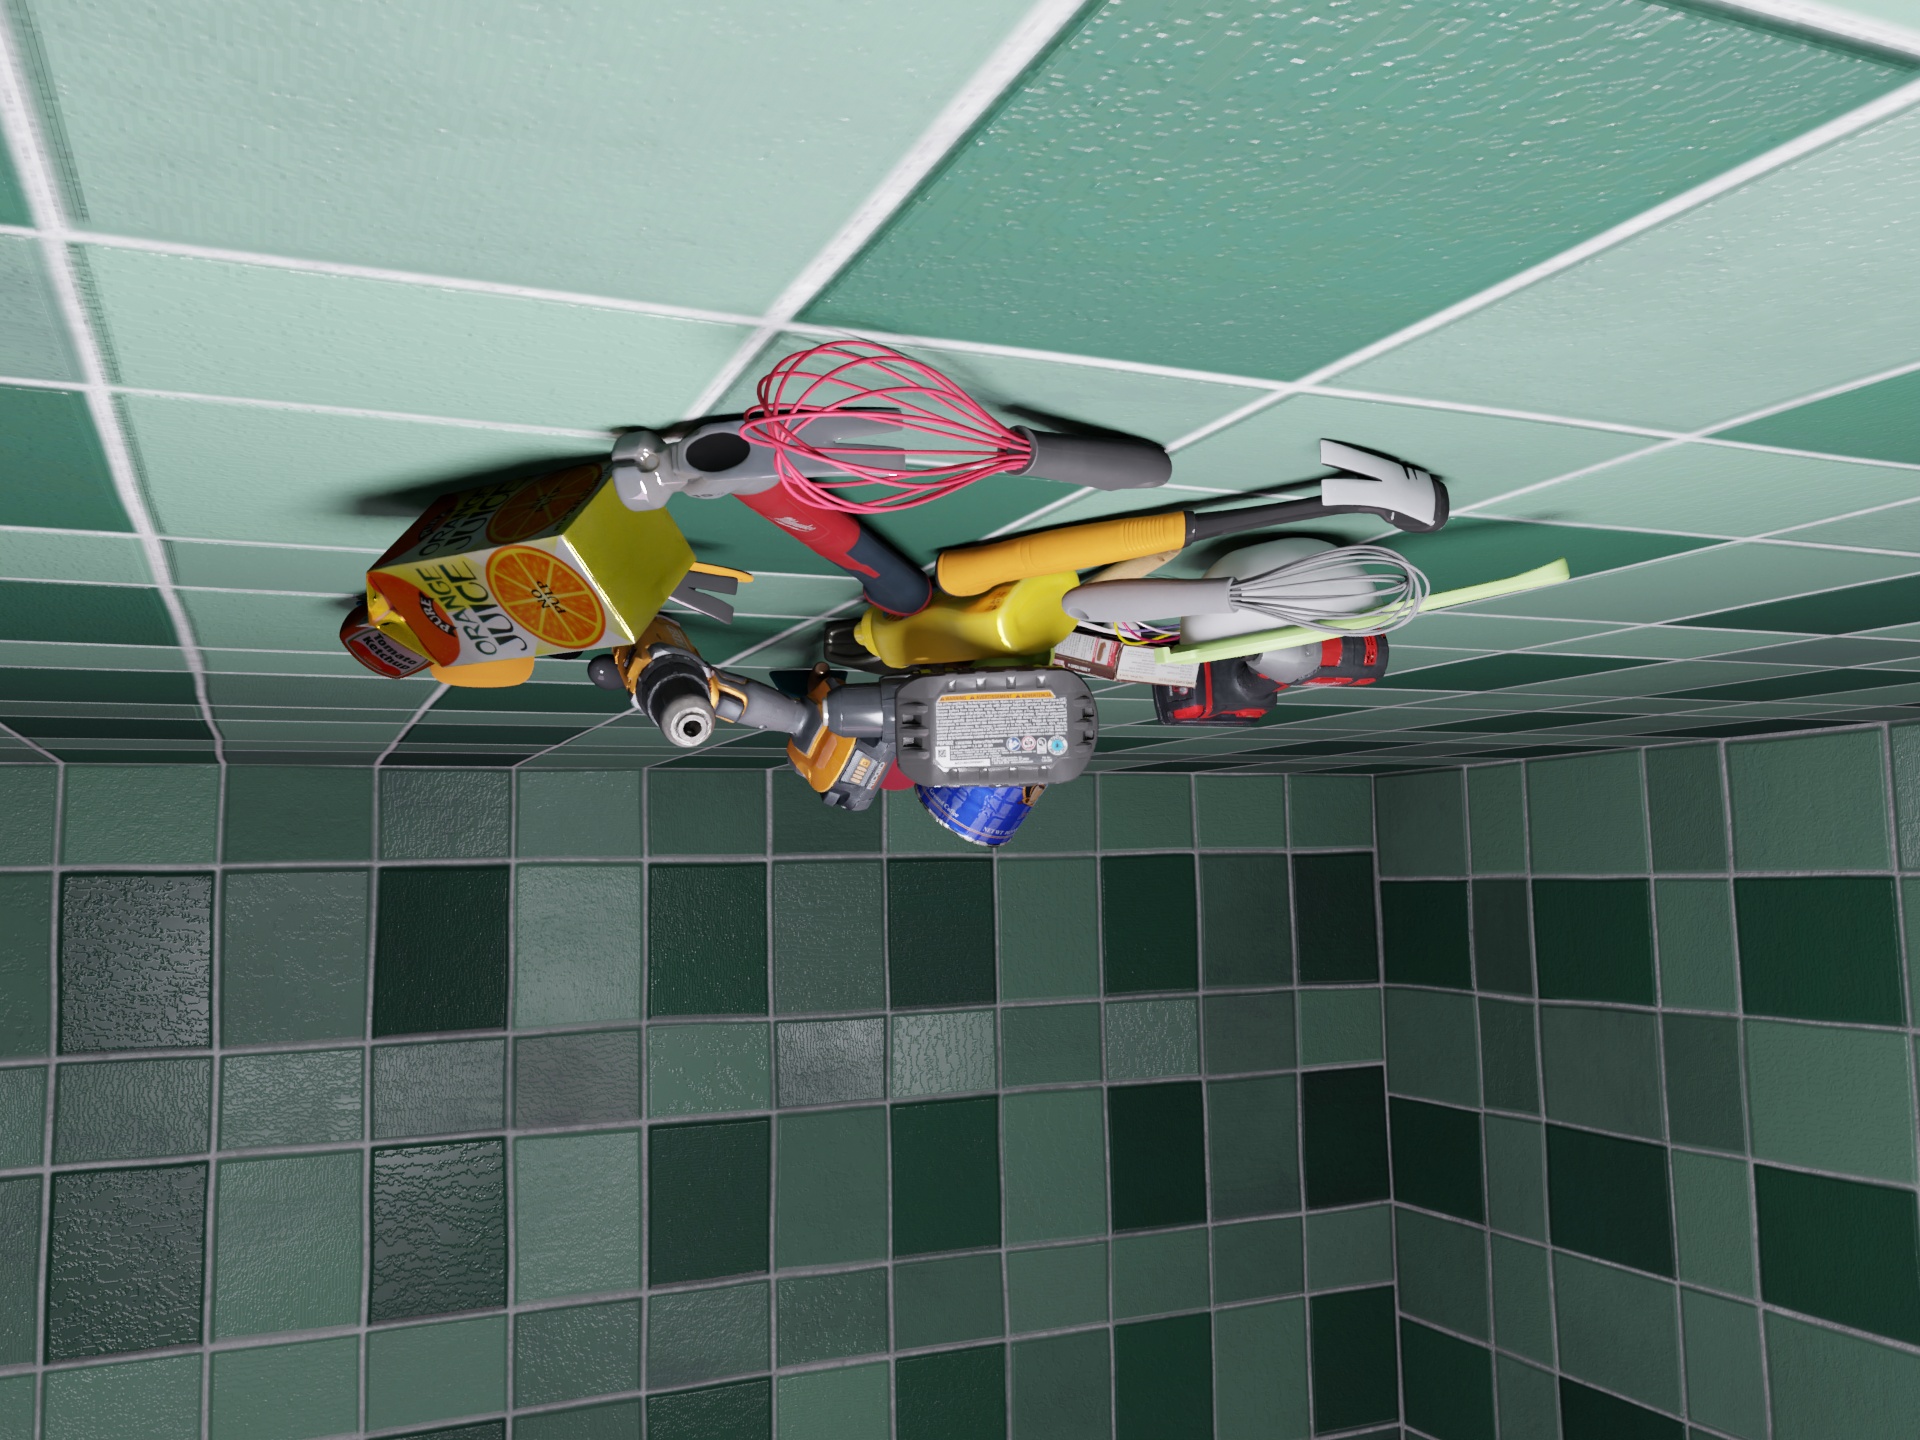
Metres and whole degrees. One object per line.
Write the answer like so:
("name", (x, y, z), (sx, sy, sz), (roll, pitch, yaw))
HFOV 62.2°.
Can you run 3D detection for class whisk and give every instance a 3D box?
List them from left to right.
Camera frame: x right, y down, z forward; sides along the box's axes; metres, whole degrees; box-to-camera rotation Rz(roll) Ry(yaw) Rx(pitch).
("whisk", (-0.285, -0.035, 1.429), (0.070, 0.070, 0.284), (-1, 178, 3))
("whisk", (0.014, -0.125, 0.724), (0.073, 0.073, 0.295), (-6, 180, 39))
("whisk", (0.198, -0.082, 1.260), (0.051, 0.047, 0.244), (-8, 174, 44))
("whisk", (0.168, -0.076, 0.978), (0.239, 0.055, 0.055), (0, 176, 33))

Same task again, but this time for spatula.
("spatula", (-0.139, -0.043, 1.518), (0.082, 0.044, 0.317), (-1, 176, -8))

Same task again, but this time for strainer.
("strainer", (0.253, -0.093, 1.025), (0.256, 0.069, 0.151), (-12, -177, 27))

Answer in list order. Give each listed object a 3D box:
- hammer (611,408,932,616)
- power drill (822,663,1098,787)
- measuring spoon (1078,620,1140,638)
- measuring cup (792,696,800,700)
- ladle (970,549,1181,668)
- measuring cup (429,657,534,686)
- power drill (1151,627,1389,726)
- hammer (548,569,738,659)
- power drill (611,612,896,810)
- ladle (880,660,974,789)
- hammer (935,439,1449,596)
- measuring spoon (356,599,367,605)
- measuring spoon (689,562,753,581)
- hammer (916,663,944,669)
("hammer", (-0.059, -0.110, 0.933), (0.143, 0.038, 0.386), (-4, 174, 12))
("power drill", (-0.002, -0.004, 1.152), (0.190, 0.080, 0.228), (-2, -175, -7))
("measuring spoon", (0.106, -0.088, 1.337), (0.124, 0.018, 0.034), (12, -178, -40))
("measuring cup", (-0.112, -0.015, 1.416), (0.156, 0.062, 0.029), (9, 139, -18))
("ladle", (0.081, -0.080, 1.187), (0.078, 0.062, 0.320), (31, 162, -13))
("measuring cup", (-0.403, -0.051, 1.383), (0.095, 0.052, 0.173), (-1, 172, 1))
("power drill", (0.272, -0.048, 1.461), (0.143, 0.078, 0.219), (1, 171, -24))
("hammer", (-0.270, -0.079, 1.164), (0.149, 0.036, 0.409), (10, 173, -18))
("power drill", (-0.161, -0.002, 1.269), (0.226, 0.084, 0.185), (23, -168, -28))
("ladle", (-0.019, -0.023, 1.307), (0.031, 0.069, 0.315), (-49, 179, -40))
("hammer", (0.111, -0.112, 0.960), (0.337, 0.034, 0.127), (-6, 173, 41))
("measuring spoon", (-0.399, -0.083, 1.219), (0.128, 0.021, 0.042), (-1, 175, -1))
("measuring spoon", (-0.187, -0.103, 1.107), (0.021, 0.011, 0.116), (-5, 173, 37))
("hammer", (-0.006, -0.050, 1.394), (0.128, 0.033, 0.330), (-33, 163, 10))
